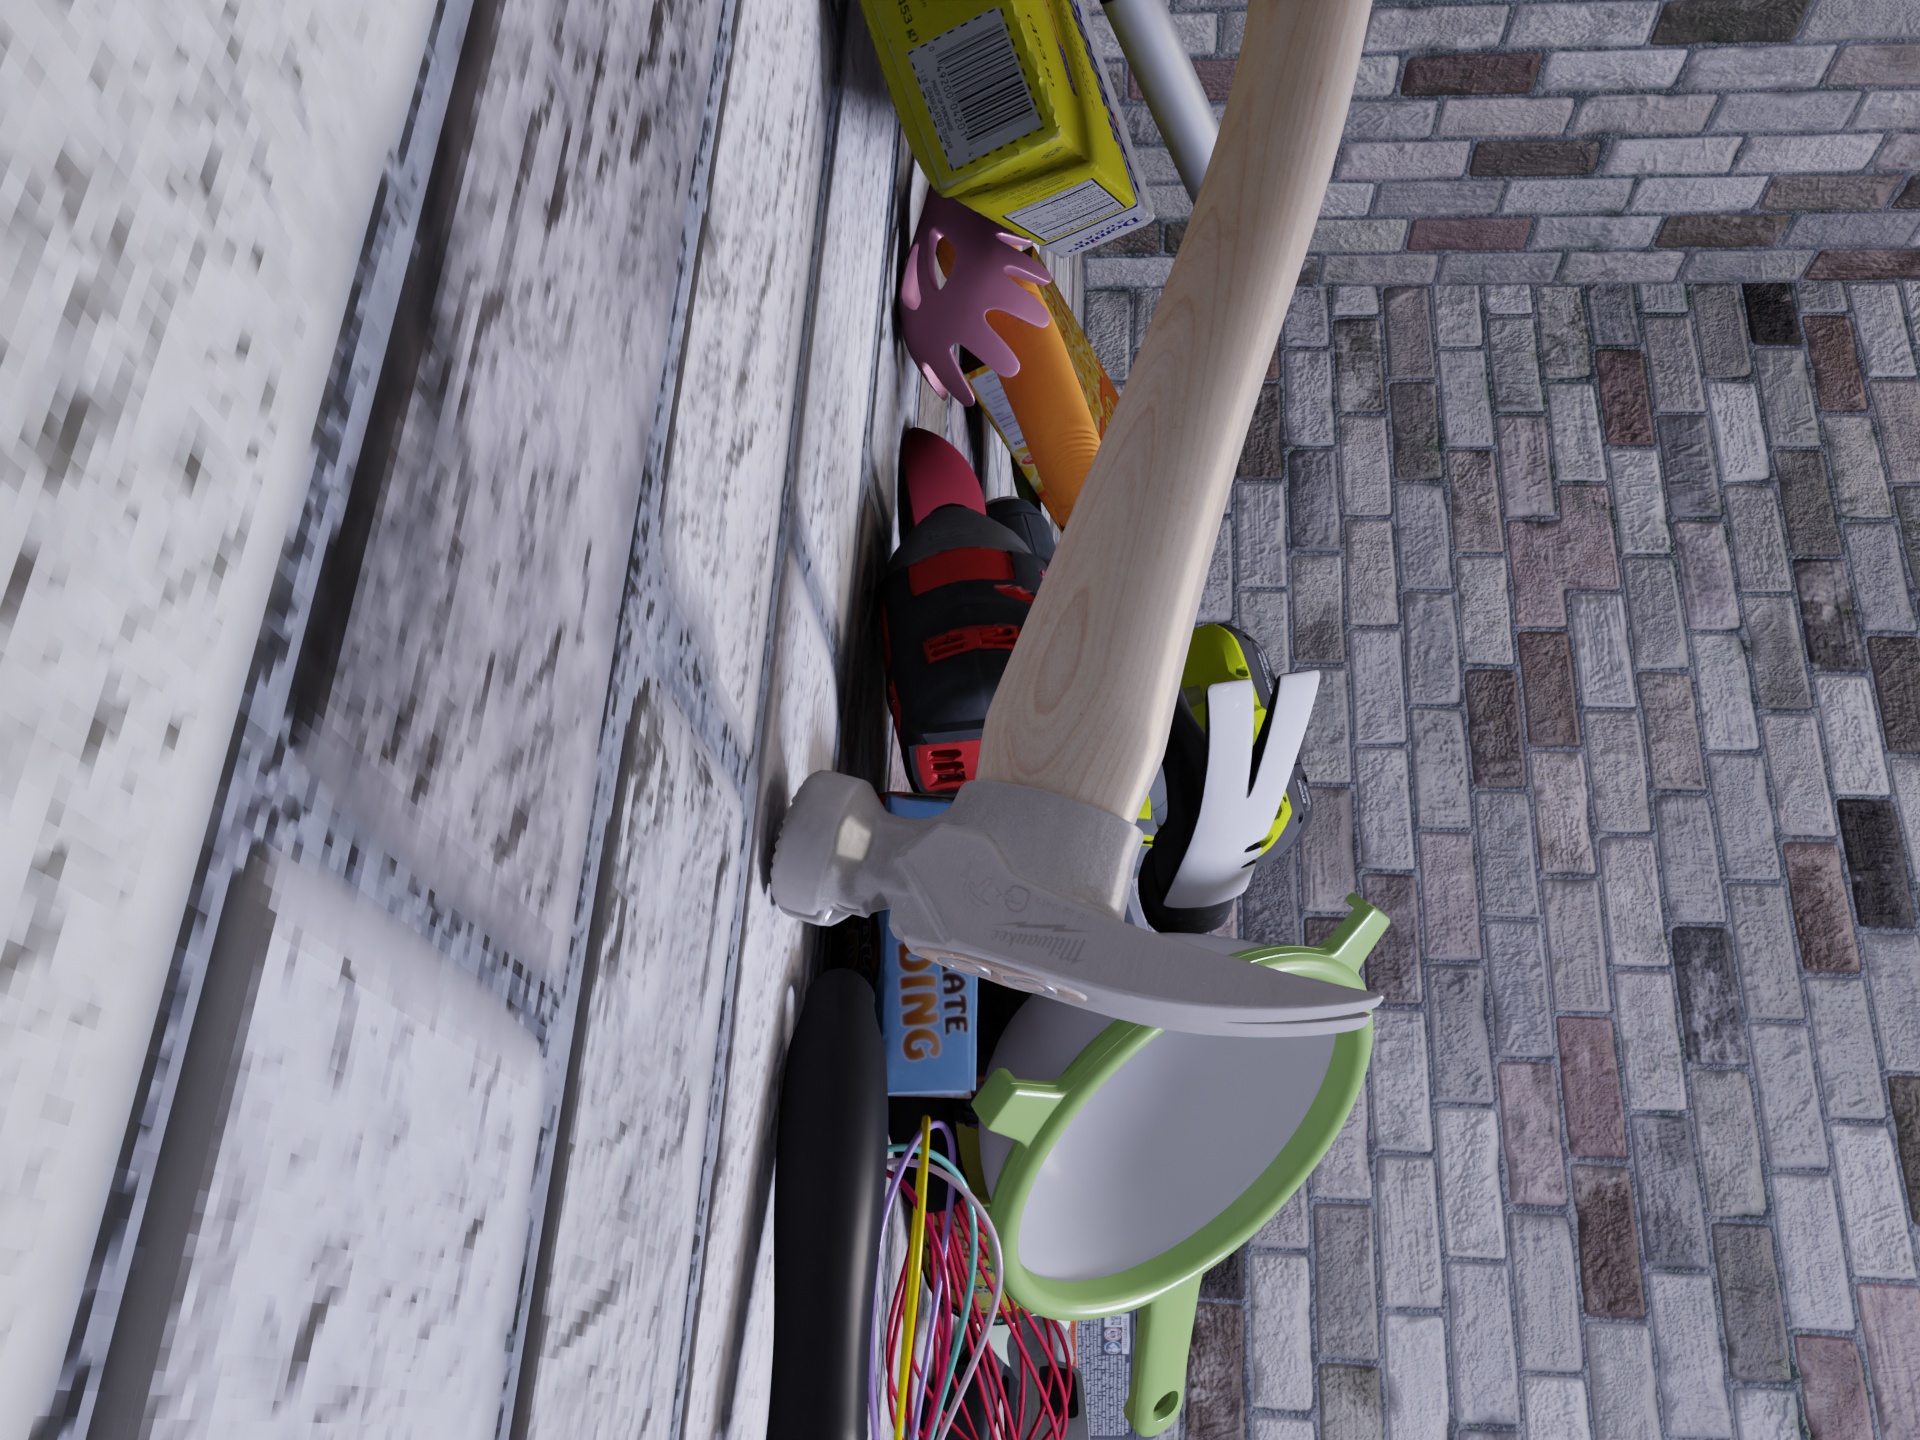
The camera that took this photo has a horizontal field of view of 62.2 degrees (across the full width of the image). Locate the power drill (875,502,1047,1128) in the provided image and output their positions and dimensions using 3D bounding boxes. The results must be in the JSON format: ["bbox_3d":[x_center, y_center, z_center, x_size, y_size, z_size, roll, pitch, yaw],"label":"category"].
[{"bbox_3d":[0.012,0.032,0.582,0.143,0.078,0.219,-100,-179,-52],"label":"power drill"}]

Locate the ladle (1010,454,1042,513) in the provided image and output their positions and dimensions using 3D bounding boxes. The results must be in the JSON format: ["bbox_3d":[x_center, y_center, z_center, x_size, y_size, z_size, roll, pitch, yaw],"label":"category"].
[{"bbox_3d":[0.025,-0.160,0.937,0.078,0.062,0.320,67,16,-57],"label":"ladle"}]

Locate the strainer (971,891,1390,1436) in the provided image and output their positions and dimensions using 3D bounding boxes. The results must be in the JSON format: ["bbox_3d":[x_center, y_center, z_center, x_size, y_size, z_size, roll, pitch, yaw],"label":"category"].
[{"bbox_3d":[0.060,0.161,0.560,0.069,0.151,0.256,45,-33,42],"label":"strainer"}]

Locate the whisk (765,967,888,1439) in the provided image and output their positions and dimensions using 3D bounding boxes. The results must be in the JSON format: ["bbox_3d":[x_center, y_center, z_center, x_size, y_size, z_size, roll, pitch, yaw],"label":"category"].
[{"bbox_3d":[-0.033,0.159,0.350,0.055,0.055,0.239,84,5,-50],"label":"whisk"}]

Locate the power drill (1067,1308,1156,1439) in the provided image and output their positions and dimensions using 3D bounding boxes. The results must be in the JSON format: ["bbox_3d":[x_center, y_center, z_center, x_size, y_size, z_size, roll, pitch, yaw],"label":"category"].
[{"bbox_3d":[0.083,0.349,1.028,0.227,0.084,0.164,-87,175,-67],"label":"power drill"}]

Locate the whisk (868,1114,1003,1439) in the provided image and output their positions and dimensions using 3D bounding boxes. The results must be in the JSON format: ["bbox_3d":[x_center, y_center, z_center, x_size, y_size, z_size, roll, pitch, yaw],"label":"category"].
[{"bbox_3d":[-0.022,0.232,0.480,0.047,0.051,0.245,30,-60,57],"label":"whisk"}]

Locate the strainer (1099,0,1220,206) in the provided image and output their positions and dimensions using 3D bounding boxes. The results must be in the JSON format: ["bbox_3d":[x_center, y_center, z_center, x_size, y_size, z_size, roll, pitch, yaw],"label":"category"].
[{"bbox_3d":[0.049,-0.248,0.509,0.258,0.050,0.087,58,4,-28],"label":"strainer"}]

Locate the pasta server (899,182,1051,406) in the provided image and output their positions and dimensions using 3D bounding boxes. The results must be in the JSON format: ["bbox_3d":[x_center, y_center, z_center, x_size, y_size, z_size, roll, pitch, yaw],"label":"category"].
[{"bbox_3d":[0.003,-0.254,0.661,0.040,0.060,0.317,32,44,-34],"label":"pasta server"}]

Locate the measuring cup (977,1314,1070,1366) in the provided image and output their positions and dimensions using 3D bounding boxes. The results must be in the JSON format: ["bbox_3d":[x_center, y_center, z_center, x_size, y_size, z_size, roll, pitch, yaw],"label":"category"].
[{"bbox_3d":[0.050,0.322,0.800,0.168,0.038,0.083,57,4,10],"label":"measuring cup"}]

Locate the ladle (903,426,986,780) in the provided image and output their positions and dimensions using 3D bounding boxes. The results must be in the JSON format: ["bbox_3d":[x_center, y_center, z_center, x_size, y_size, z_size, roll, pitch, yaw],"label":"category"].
[{"bbox_3d":[-0.001,-0.002,0.726,0.315,0.031,0.069,87,5,-49],"label":"ladle"}]

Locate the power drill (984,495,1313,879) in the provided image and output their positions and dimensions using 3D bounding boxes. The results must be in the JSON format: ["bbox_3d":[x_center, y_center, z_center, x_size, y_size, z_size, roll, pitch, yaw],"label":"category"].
[{"bbox_3d":[0.086,-0.007,0.812,0.228,0.080,0.191,11,61,-55],"label":"power drill"}]

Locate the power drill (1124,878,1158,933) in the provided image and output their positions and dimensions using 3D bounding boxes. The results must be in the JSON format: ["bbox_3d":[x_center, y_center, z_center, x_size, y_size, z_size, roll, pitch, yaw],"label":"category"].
[{"bbox_3d":[0.084,0.017,0.957,0.226,0.084,0.185,-70,148,-45],"label":"power drill"}]

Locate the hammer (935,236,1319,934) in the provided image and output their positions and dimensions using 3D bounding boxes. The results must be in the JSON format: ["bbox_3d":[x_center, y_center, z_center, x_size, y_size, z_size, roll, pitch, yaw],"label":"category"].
[{"bbox_3d":[0.043,-0.094,0.585,0.127,0.034,0.337,97,-20,-52],"label":"hammer"}]

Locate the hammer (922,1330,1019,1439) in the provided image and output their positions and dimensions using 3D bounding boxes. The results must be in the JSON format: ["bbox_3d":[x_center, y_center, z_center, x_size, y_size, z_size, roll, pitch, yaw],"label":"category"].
[{"bbox_3d":[0.013,0.361,0.881,0.334,0.035,0.146,64,27,-78],"label":"hammer"}]

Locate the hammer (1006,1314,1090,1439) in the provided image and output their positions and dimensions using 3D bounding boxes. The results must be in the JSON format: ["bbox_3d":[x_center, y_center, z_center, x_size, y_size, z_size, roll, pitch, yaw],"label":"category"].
[{"bbox_3d":[0.014,0.439,0.679,0.128,0.033,0.331,-116,-145,-85],"label":"hammer"}]

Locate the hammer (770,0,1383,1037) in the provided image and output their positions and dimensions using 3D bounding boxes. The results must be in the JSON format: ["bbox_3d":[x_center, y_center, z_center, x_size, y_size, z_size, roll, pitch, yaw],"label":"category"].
[{"bbox_3d":[0.084,-0.119,0.444,0.038,0.146,0.411,78,29,-68],"label":"hammer"}]

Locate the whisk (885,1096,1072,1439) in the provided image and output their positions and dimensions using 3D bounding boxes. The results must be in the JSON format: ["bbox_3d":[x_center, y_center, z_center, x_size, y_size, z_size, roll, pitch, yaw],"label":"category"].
[{"bbox_3d":[-0.006,0.177,0.559,0.073,0.073,0.295,-79,162,-59],"label":"whisk"}]
